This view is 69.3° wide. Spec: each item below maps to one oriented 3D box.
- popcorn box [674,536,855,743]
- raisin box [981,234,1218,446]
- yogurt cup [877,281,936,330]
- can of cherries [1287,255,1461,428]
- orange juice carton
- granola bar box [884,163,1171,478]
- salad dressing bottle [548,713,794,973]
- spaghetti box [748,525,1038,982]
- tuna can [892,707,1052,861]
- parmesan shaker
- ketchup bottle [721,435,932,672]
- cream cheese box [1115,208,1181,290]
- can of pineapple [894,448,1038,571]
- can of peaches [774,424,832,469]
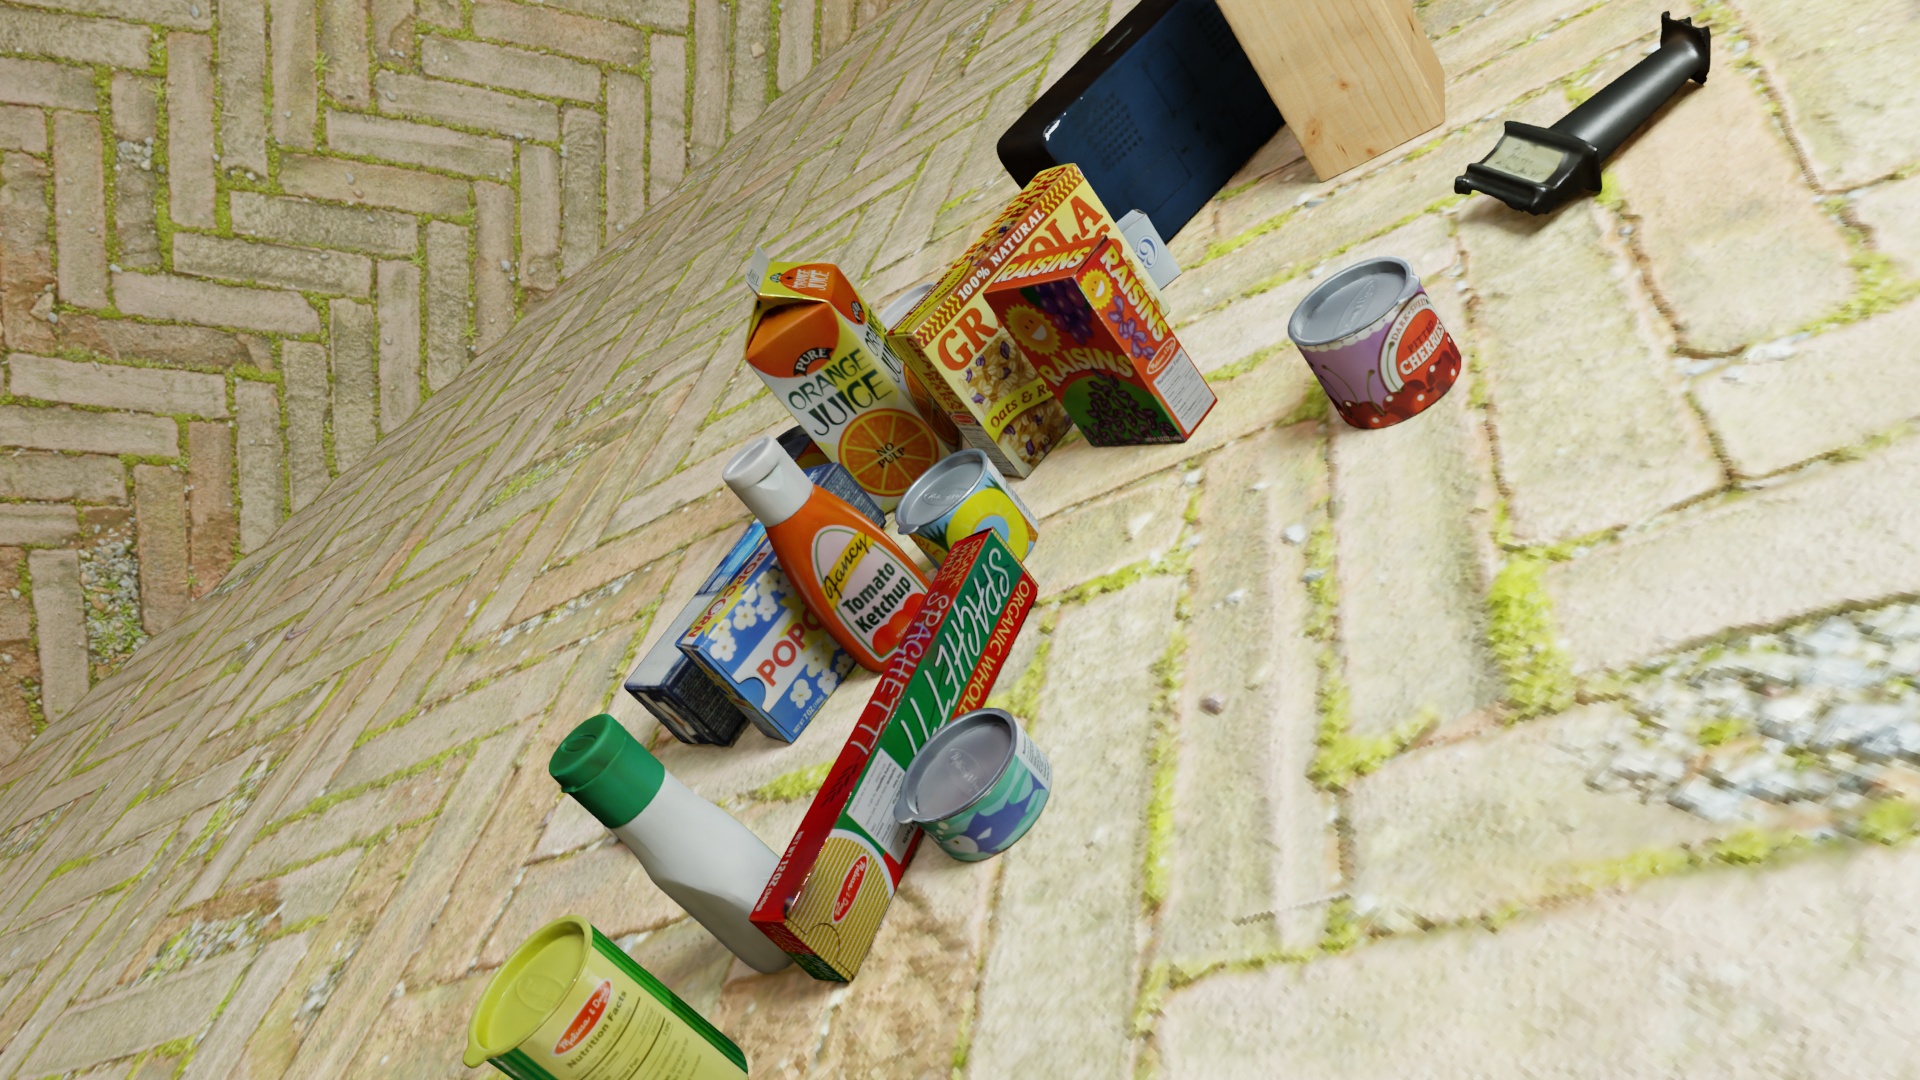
[{"bbox_3d":[-0.097,0.045,0.831,0.038,0.085,0.127,-1,45,53],"label":"popcorn box"},{"bbox_3d":[0.081,-0.113,0.806,0.040,0.123,0.086,-51,27,-23],"label":"raisin box"},{"bbox_3d":[-0.030,-0.169,1.126,0.072,0.054,0.073,-31,27,18],"label":"yogurt cup"},{"bbox_3d":[0.207,-0.098,0.688,0.071,0.058,0.072,-31,27,18],"label":"can of cherries"},{"bbox_3d":[-0.082,-0.117,0.949,0.073,0.192,0.072,-31,26,17],"label":"orange juice carton"},{"bbox_3d":[0.047,-0.141,0.897,0.166,0.124,0.039,-49,27,-20],"label":"granola bar box"},{"bbox_3d":[-0.125,0.140,0.640,0.064,0.147,0.044,-11,37,45],"label":"salad dressing bottle"},{"bbox_3d":[-0.024,0.096,0.690,0.028,0.050,0.251,-16,34,41],"label":"spaghetti box"},{"bbox_3d":[0.006,0.114,0.641,0.071,0.032,0.071,-31,27,17],"label":"tuna can"},{"bbox_3d":[-0.151,0.220,0.595,0.071,0.103,0.071,-31,27,18],"label":"parmesan shaker"},{"bbox_3d":[-0.075,0.005,0.792,0.065,0.148,0.043,-46,26,-13],"label":"ketchup bottle"},{"bbox_3d":[0.099,-0.178,0.970,0.104,0.053,0.024,-39,25,2],"label":"cream cheese box"},{"bbox_3d":[0.003,-0.010,0.819,0.071,0.057,0.071,-31,27,18],"label":"can of pineapple"},{"bbox_3d":[-0.115,-0.046,1.036,0.071,0.058,0.071,-31,27,18],"label":"can of peaches"}]
